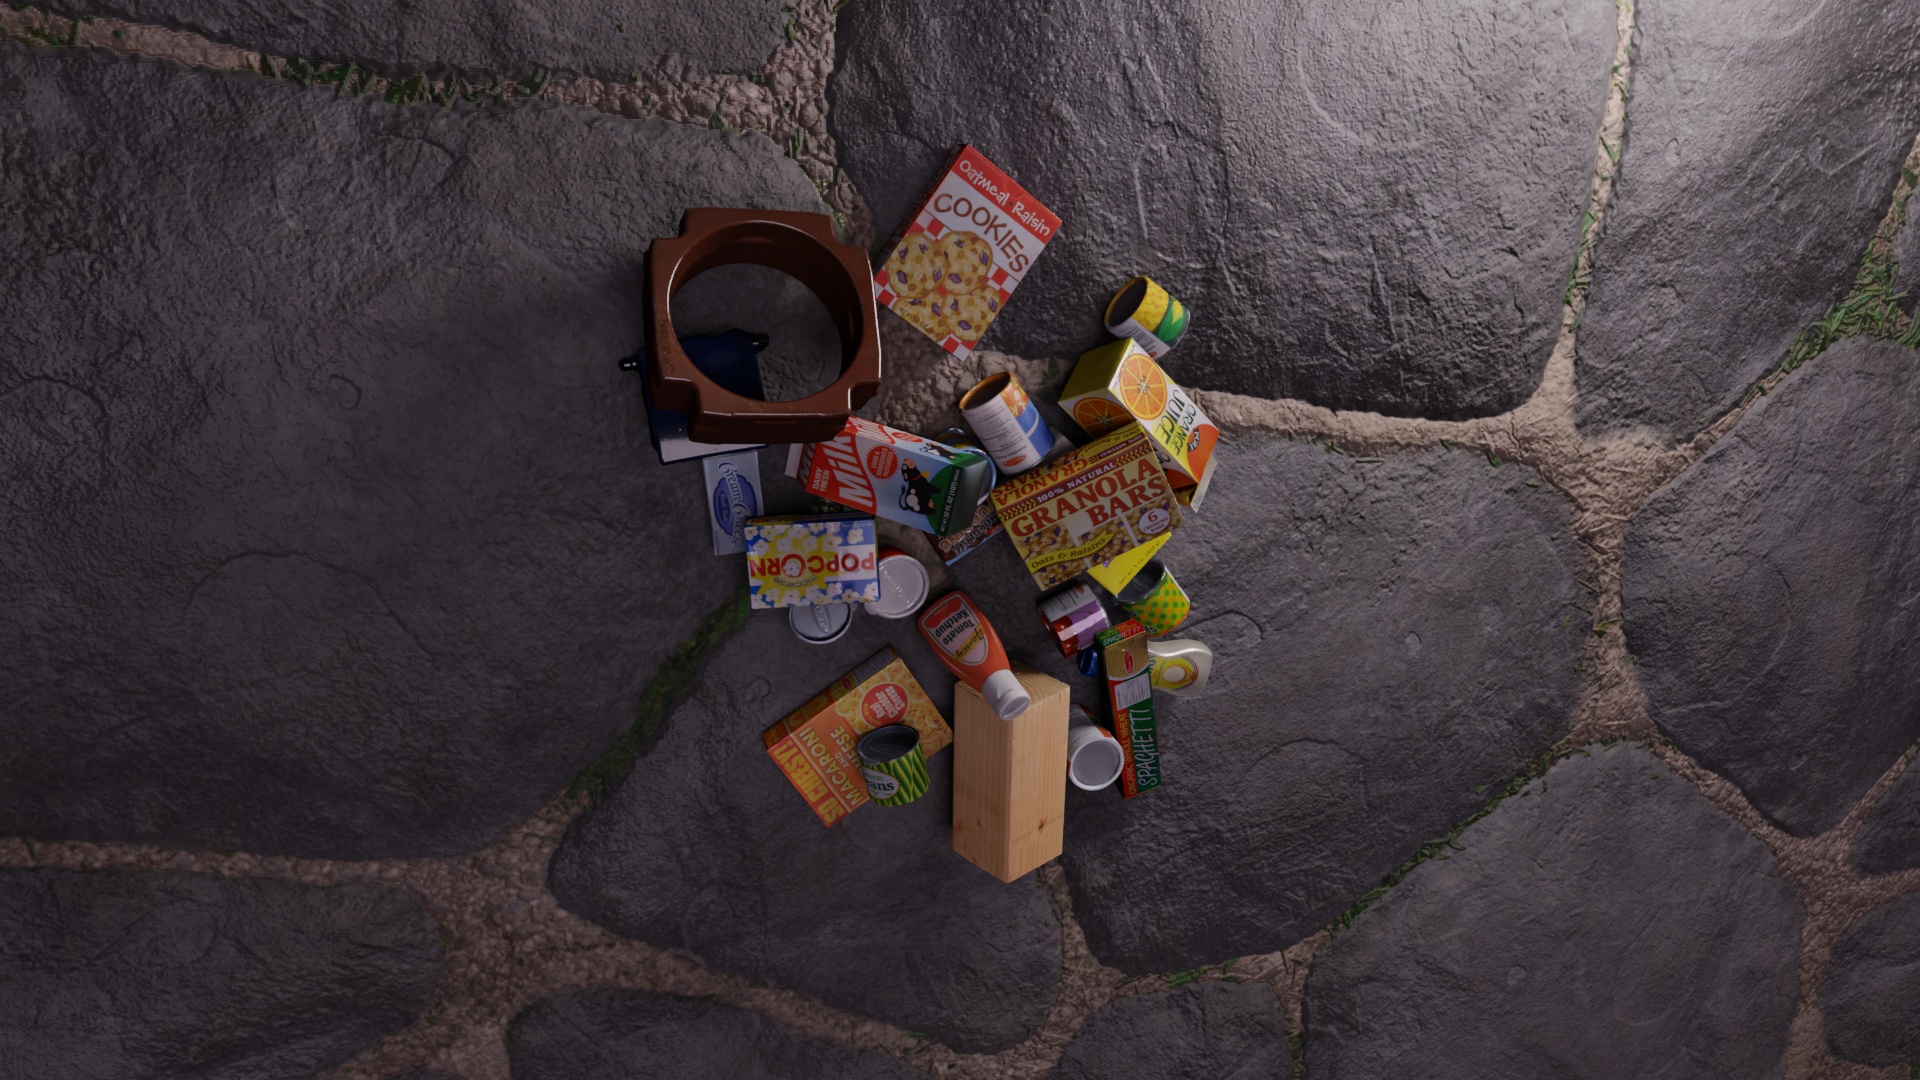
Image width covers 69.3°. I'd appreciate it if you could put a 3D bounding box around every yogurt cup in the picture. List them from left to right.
[{"bbox_3d":[-0.071,0.039,1.413,0.072,0.054,0.072,-6,110,-16],"label":"yogurt cup"}]

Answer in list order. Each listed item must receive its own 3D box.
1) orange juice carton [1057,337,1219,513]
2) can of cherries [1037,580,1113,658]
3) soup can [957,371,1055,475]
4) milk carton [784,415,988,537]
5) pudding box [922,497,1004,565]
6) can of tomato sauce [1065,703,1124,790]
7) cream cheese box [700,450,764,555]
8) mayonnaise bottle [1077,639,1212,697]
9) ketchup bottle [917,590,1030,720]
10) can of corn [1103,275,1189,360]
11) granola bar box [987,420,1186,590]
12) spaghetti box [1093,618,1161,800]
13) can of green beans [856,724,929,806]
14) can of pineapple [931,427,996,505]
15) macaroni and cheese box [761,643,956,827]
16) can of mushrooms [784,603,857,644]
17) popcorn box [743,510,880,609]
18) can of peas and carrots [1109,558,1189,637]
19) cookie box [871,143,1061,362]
[{"bbox_3d":[0.197,-0.113,1.425,0.192,0.073,0.072,42,58,-26],"label":"orange juice carton"},{"bbox_3d":[0.123,0.087,1.487,0.058,0.071,0.071,-28,115,-7],"label":"can of cherries"},{"bbox_3d":[0.046,-0.119,1.393,0.071,0.071,0.083,-37,115,-3],"label":"soup can"},{"bbox_3d":[-0.079,-0.069,1.336,0.191,0.073,0.072,18,105,16],"label":"milk carton"},{"bbox_3d":[0.005,-0.018,1.432,0.084,0.030,0.049,-33,116,-5],"label":"pudding box"},{"bbox_3d":[0.136,0.229,1.531,0.071,0.083,0.071,-6,111,-16],"label":"can of tomato sauce"},{"bbox_3d":[-0.220,-0.038,1.354,0.053,0.024,0.103,-10,111,-16],"label":"cream cheese box"},{"bbox_3d":[0.204,0.138,1.545,0.148,0.041,0.064,6,111,-21],"label":"mayonnaise bottle"},{"bbox_3d":[0.017,0.120,1.419,0.065,0.149,0.043,-37,144,-3],"label":"ketchup bottle"},{"bbox_3d":[0.188,-0.226,1.400,0.058,0.071,0.071,32,96,-25],"label":"can of corn"},{"bbox_3d":[0.128,-0.033,1.391,0.165,0.039,0.123,-26,129,7],"label":"granola bar box"},{"bbox_3d":[0.186,0.191,1.529,0.050,0.029,0.248,-20,130,-10],"label":"spaghetti box"},{"bbox_3d":[-0.069,0.232,1.429,0.071,0.071,0.057,-17,115,-12],"label":"can of green beans"},{"bbox_3d":[-0.003,-0.072,1.395,0.071,0.058,0.070,-6,110,-16],"label":"can of pineapple"},{"bbox_3d":[-0.107,0.207,1.468,0.166,0.040,0.123,-35,116,-5],"label":"macaroni and cheese box"},{"bbox_3d":[-0.142,0.069,1.412,0.071,0.033,0.070,-6,110,-16],"label":"can of mushrooms"},{"bbox_3d":[-0.143,0.018,1.346,0.127,0.038,0.085,-3,108,-2],"label":"popcorn box"},{"bbox_3d":[0.205,0.064,1.506,0.071,0.071,0.058,-40,116,-1],"label":"can of peas and carrots"},{"bbox_3d":[0.000,-0.275,1.334,0.123,0.040,0.167,33,96,-25],"label":"cookie box"}]
